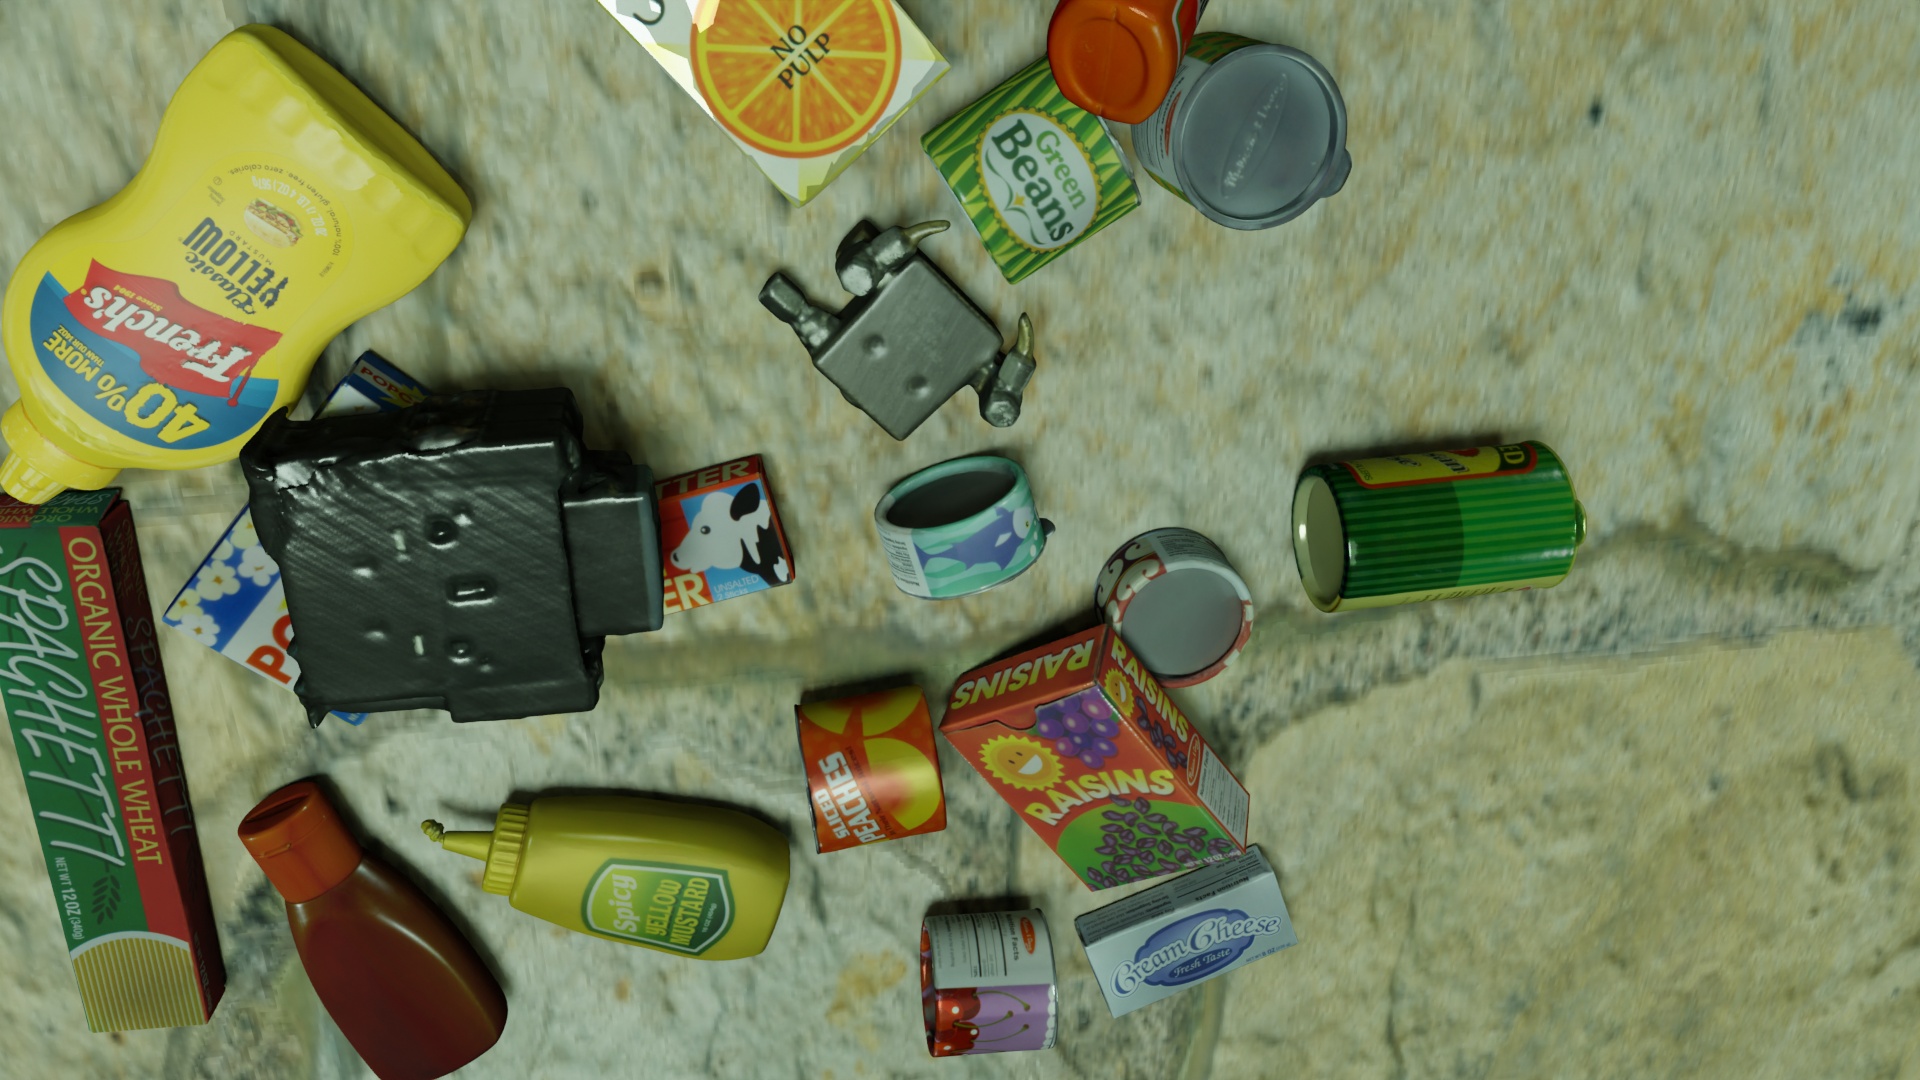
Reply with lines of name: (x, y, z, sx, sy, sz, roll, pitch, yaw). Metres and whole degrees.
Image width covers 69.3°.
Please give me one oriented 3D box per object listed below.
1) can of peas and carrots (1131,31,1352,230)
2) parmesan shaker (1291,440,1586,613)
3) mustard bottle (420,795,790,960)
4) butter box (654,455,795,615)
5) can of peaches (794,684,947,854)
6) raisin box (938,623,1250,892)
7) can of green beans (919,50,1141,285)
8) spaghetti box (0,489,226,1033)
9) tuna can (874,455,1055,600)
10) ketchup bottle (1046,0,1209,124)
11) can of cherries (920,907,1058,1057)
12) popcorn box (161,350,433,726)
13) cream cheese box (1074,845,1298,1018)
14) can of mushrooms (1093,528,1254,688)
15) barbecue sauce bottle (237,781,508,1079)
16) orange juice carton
can of peas and carrots: (0.106, -0.156, 0.527, 0.071, 0.059, 0.070, -4, 115, -9)
parmesan shaker: (0.206, -0.006, 0.606, 0.103, 0.071, 0.071, -6, 115, -7)
mustard bottle: (-0.159, 0.146, 0.620, 0.160, 0.049, 0.065, 13, 109, -16)
butter box: (-0.125, 0.004, 0.576, 0.103, 0.024, 0.053, -15, 116, -3)
can of peaches: (-0.039, 0.101, 0.610, 0.058, 0.071, 0.071, -9, 115, -7)
raisin box: (0.062, 0.102, 0.628, 0.086, 0.040, 0.123, -23, 120, 34)
can of green beans: (0.026, -0.137, 0.517, 0.058, 0.071, 0.071, -32, 116, 6)
spaghetti box: (-0.354, 0.099, 0.575, 0.050, 0.029, 0.248, -1, 114, -10)
tuna can: (0.002, -0.007, 0.572, 0.071, 0.071, 0.032, -19, 116, -1)
ketchup bottle: (0.077, -0.217, 0.467, 0.043, 0.064, 0.149, 23, 74, 7)
can of cherries: (0.012, 0.216, 0.673, 0.058, 0.072, 0.071, -2, 114, -9)
popcorn box: (-0.237, 0.002, 0.547, 0.085, 0.038, 0.126, 37, 103, -23)
cream cheese box: (0.115, 0.199, 0.708, 0.104, 0.024, 0.053, -23, 115, 0)
can of mushrooms: (0.095, 0.033, 0.625, 0.071, 0.033, 0.070, -4, 115, -9)
barbecue sauce bottle: (-0.264, 0.175, 0.618, 0.065, 0.044, 0.148, -22, 115, 0)
orange juice carton: (-0.097, -0.209, 0.460, 0.073, 0.072, 0.192, -42, 115, 9)
